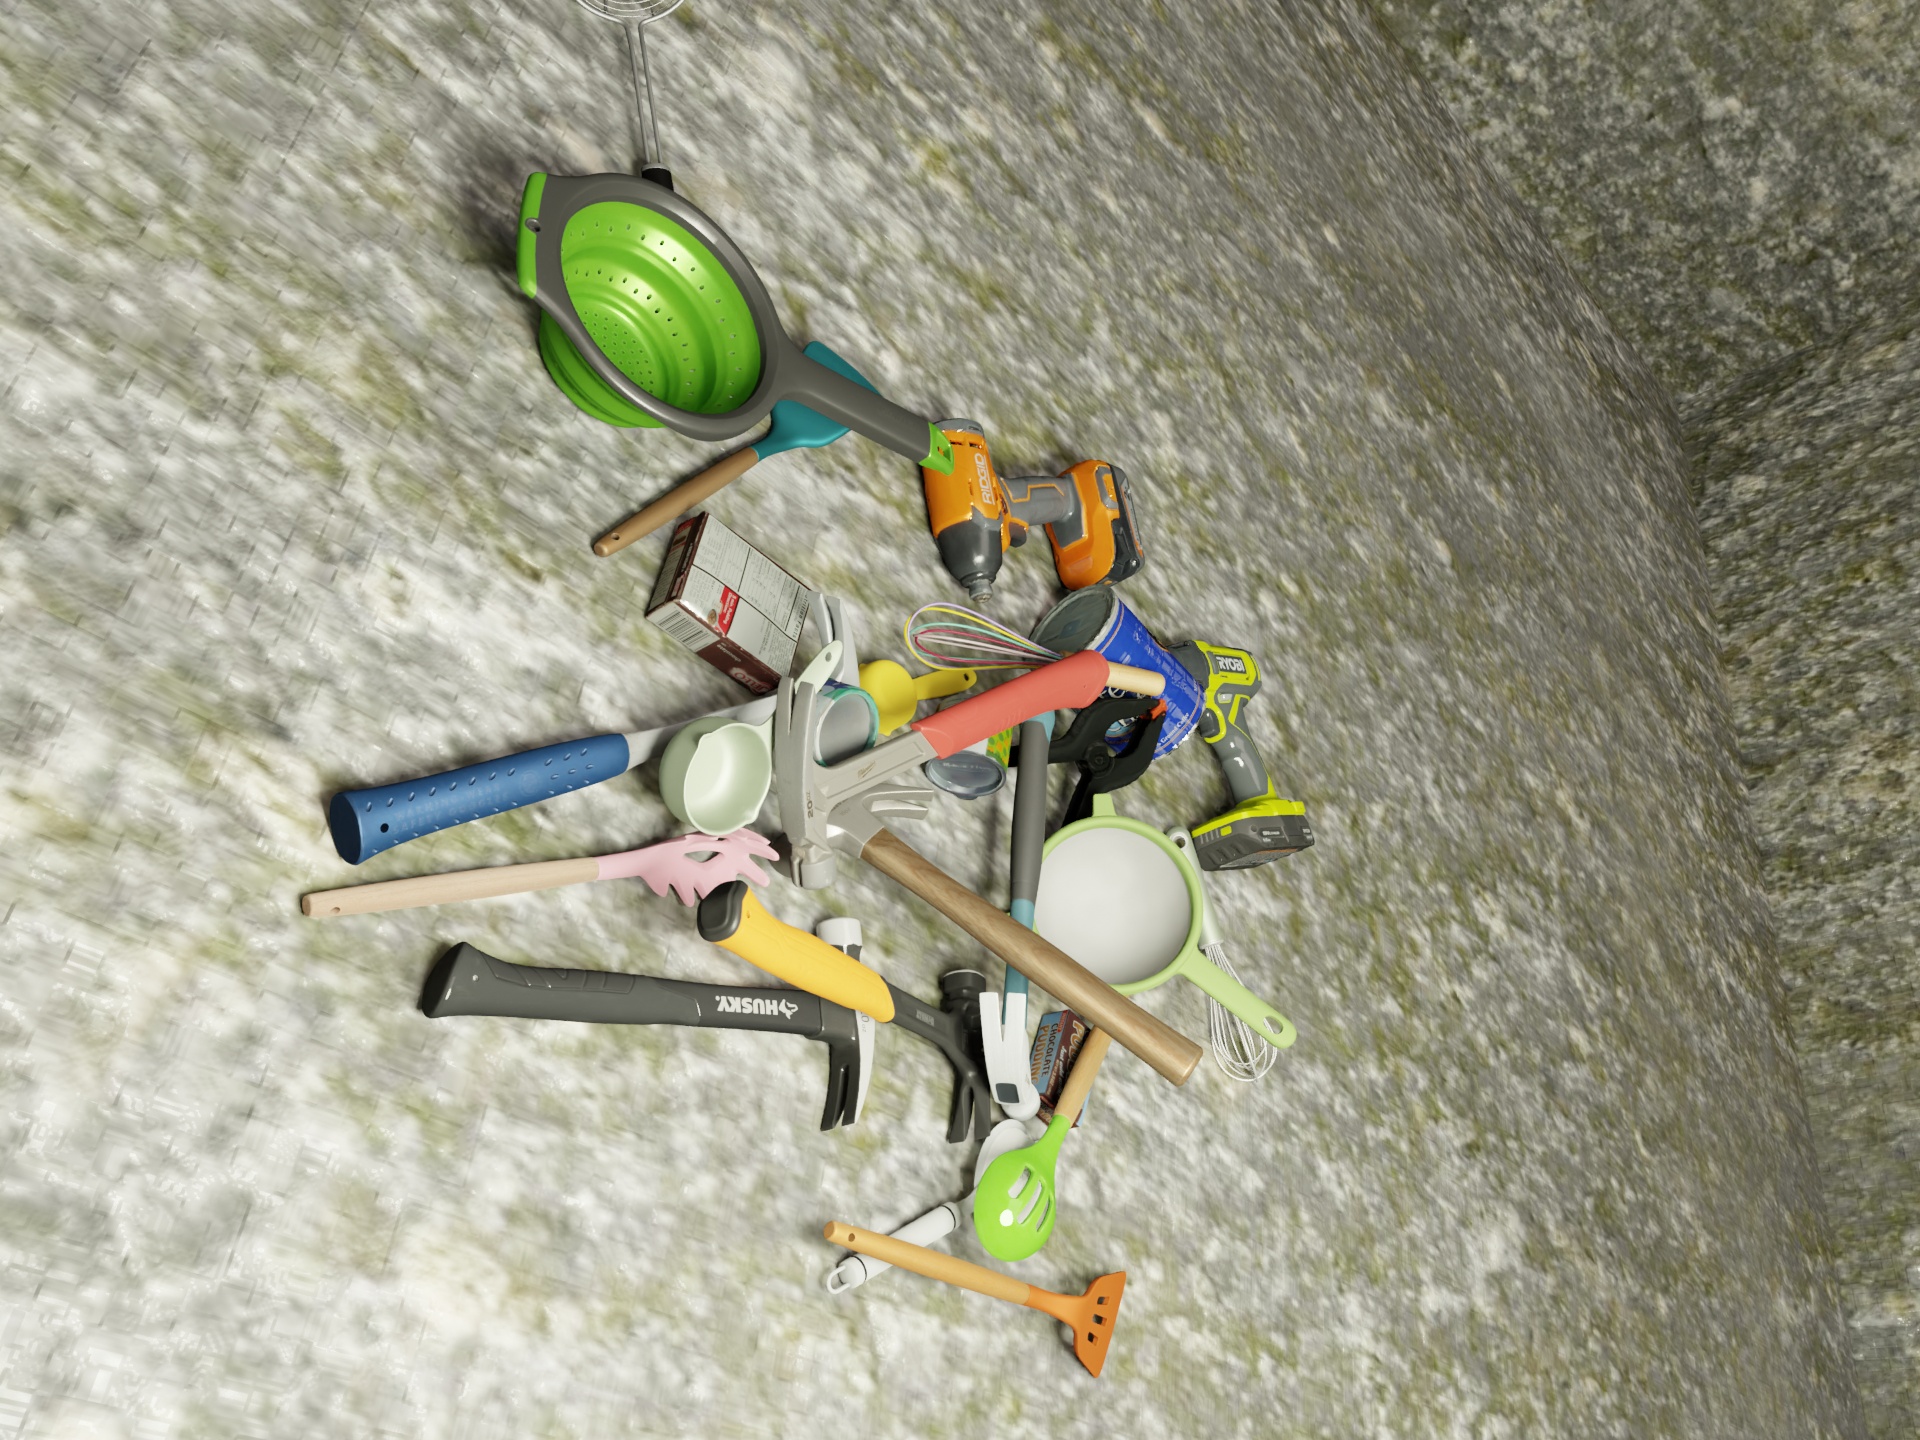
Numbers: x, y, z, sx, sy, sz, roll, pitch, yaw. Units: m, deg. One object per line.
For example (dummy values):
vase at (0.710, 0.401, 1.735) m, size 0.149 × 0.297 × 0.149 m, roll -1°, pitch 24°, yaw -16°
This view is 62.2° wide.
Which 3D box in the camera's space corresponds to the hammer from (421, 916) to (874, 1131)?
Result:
hammer at (-0.184, 0.185, 1.014) m, size 0.334 × 0.035 × 0.146 m, roll 15°, pitch 60°, yaw -44°

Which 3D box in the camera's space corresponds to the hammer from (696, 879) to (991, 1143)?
hammer at (-0.068, 0.189, 1.073) m, size 0.336 × 0.034 × 0.127 m, roll 41°, pitch 40°, yaw -51°

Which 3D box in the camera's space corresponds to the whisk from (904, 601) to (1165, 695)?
whisk at (0.064, -0.049, 1.338) m, size 0.244 × 0.051 × 0.047 m, roll 11°, pitch 42°, yaw -23°

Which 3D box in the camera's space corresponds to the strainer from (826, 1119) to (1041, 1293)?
strainer at (-0.001, 0.353, 1.137) m, size 0.258 × 0.050 × 0.087 m, roll -13°, pitch 96°, yaw -47°

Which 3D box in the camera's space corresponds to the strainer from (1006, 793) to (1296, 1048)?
strainer at (0.164, 0.191, 1.321) m, size 0.256 × 0.069 × 0.151 m, roll 37°, pitch 70°, yaw 7°

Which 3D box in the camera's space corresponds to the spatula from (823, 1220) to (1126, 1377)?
spatula at (0.021, 0.397, 1.121) m, size 0.322 × 0.041 × 0.081 m, roll 32°, pitch 68°, yaw -35°

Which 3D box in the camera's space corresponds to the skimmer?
skimmer at (-0.245, -0.500, 1.244) m, size 0.127 × 0.090 × 0.363 m, roll -6°, pitch 77°, yaw -17°

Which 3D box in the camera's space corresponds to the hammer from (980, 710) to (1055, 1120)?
hammer at (0.049, 0.133, 1.246) m, size 0.128 × 0.033 × 0.331 m, roll 72°, pitch 21°, yaw -59°

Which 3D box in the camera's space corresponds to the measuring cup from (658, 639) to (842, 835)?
measuring cup at (-0.139, 0.002, 1.065) m, size 0.168 × 0.038 × 0.083 m, roll -53°, pitch 138°, yaw -27°

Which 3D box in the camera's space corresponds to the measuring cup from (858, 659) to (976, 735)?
measuring cup at (-0.028, -0.029, 1.302) m, size 0.156 × 0.029 × 0.062 m, roll -15°, pitch 84°, yaw -50°

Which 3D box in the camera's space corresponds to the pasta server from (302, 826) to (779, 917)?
pasta server at (-0.247, 0.099, 0.983) m, size 0.316 × 0.060 × 0.040 m, roll -3°, pitch 34°, yaw -47°

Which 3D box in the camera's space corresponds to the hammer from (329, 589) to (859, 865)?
hammer at (-0.213, 0.013, 1.036) m, size 0.405 × 0.035 × 0.144 m, roll -18°, pitch 117°, yaw -47°

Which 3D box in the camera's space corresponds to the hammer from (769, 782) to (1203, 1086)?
hammer at (0.029, 0.150, 1.138) m, size 0.331 × 0.031 × 0.130 m, roll 34°, pitch 42°, yaw 13°

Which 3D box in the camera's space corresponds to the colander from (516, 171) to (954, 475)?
colander at (-0.173, -0.255, 1.191) m, size 0.396 × 0.094 × 0.205 m, roll 21°, pitch 54°, yaw -39°

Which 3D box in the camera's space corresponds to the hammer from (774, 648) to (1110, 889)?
hammer at (-0.002, -0.004, 1.182) m, size 0.359 × 0.037 × 0.149 m, roll -24°, pitch 121°, yaw -47°

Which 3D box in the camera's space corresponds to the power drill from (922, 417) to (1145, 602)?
power drill at (0.064, -0.174, 1.445) m, size 0.226 × 0.084 × 0.164 m, roll 6°, pitch 68°, yaw -43°

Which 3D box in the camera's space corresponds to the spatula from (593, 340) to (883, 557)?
spatula at (-0.172, -0.201, 1.214) m, size 0.082 × 0.044 × 0.317 m, roll 42°, pitch 43°, yaw 2°

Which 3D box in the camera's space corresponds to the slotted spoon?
slotted spoon at (0.084, 0.288, 1.213) m, size 0.070 × 0.031 × 0.314 m, roll 53°, pitch 33°, yaw -10°

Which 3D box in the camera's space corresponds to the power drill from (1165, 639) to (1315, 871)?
power drill at (0.256, 0.030, 1.566) m, size 0.171 × 0.080 × 0.223 m, roll 3°, pitch 66°, yaw -49°

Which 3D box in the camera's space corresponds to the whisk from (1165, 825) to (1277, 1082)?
whisk at (0.236, 0.215, 1.477) m, size 0.059 × 0.058 × 0.246 m, roll 54°, pitch 19°, yaw -76°
